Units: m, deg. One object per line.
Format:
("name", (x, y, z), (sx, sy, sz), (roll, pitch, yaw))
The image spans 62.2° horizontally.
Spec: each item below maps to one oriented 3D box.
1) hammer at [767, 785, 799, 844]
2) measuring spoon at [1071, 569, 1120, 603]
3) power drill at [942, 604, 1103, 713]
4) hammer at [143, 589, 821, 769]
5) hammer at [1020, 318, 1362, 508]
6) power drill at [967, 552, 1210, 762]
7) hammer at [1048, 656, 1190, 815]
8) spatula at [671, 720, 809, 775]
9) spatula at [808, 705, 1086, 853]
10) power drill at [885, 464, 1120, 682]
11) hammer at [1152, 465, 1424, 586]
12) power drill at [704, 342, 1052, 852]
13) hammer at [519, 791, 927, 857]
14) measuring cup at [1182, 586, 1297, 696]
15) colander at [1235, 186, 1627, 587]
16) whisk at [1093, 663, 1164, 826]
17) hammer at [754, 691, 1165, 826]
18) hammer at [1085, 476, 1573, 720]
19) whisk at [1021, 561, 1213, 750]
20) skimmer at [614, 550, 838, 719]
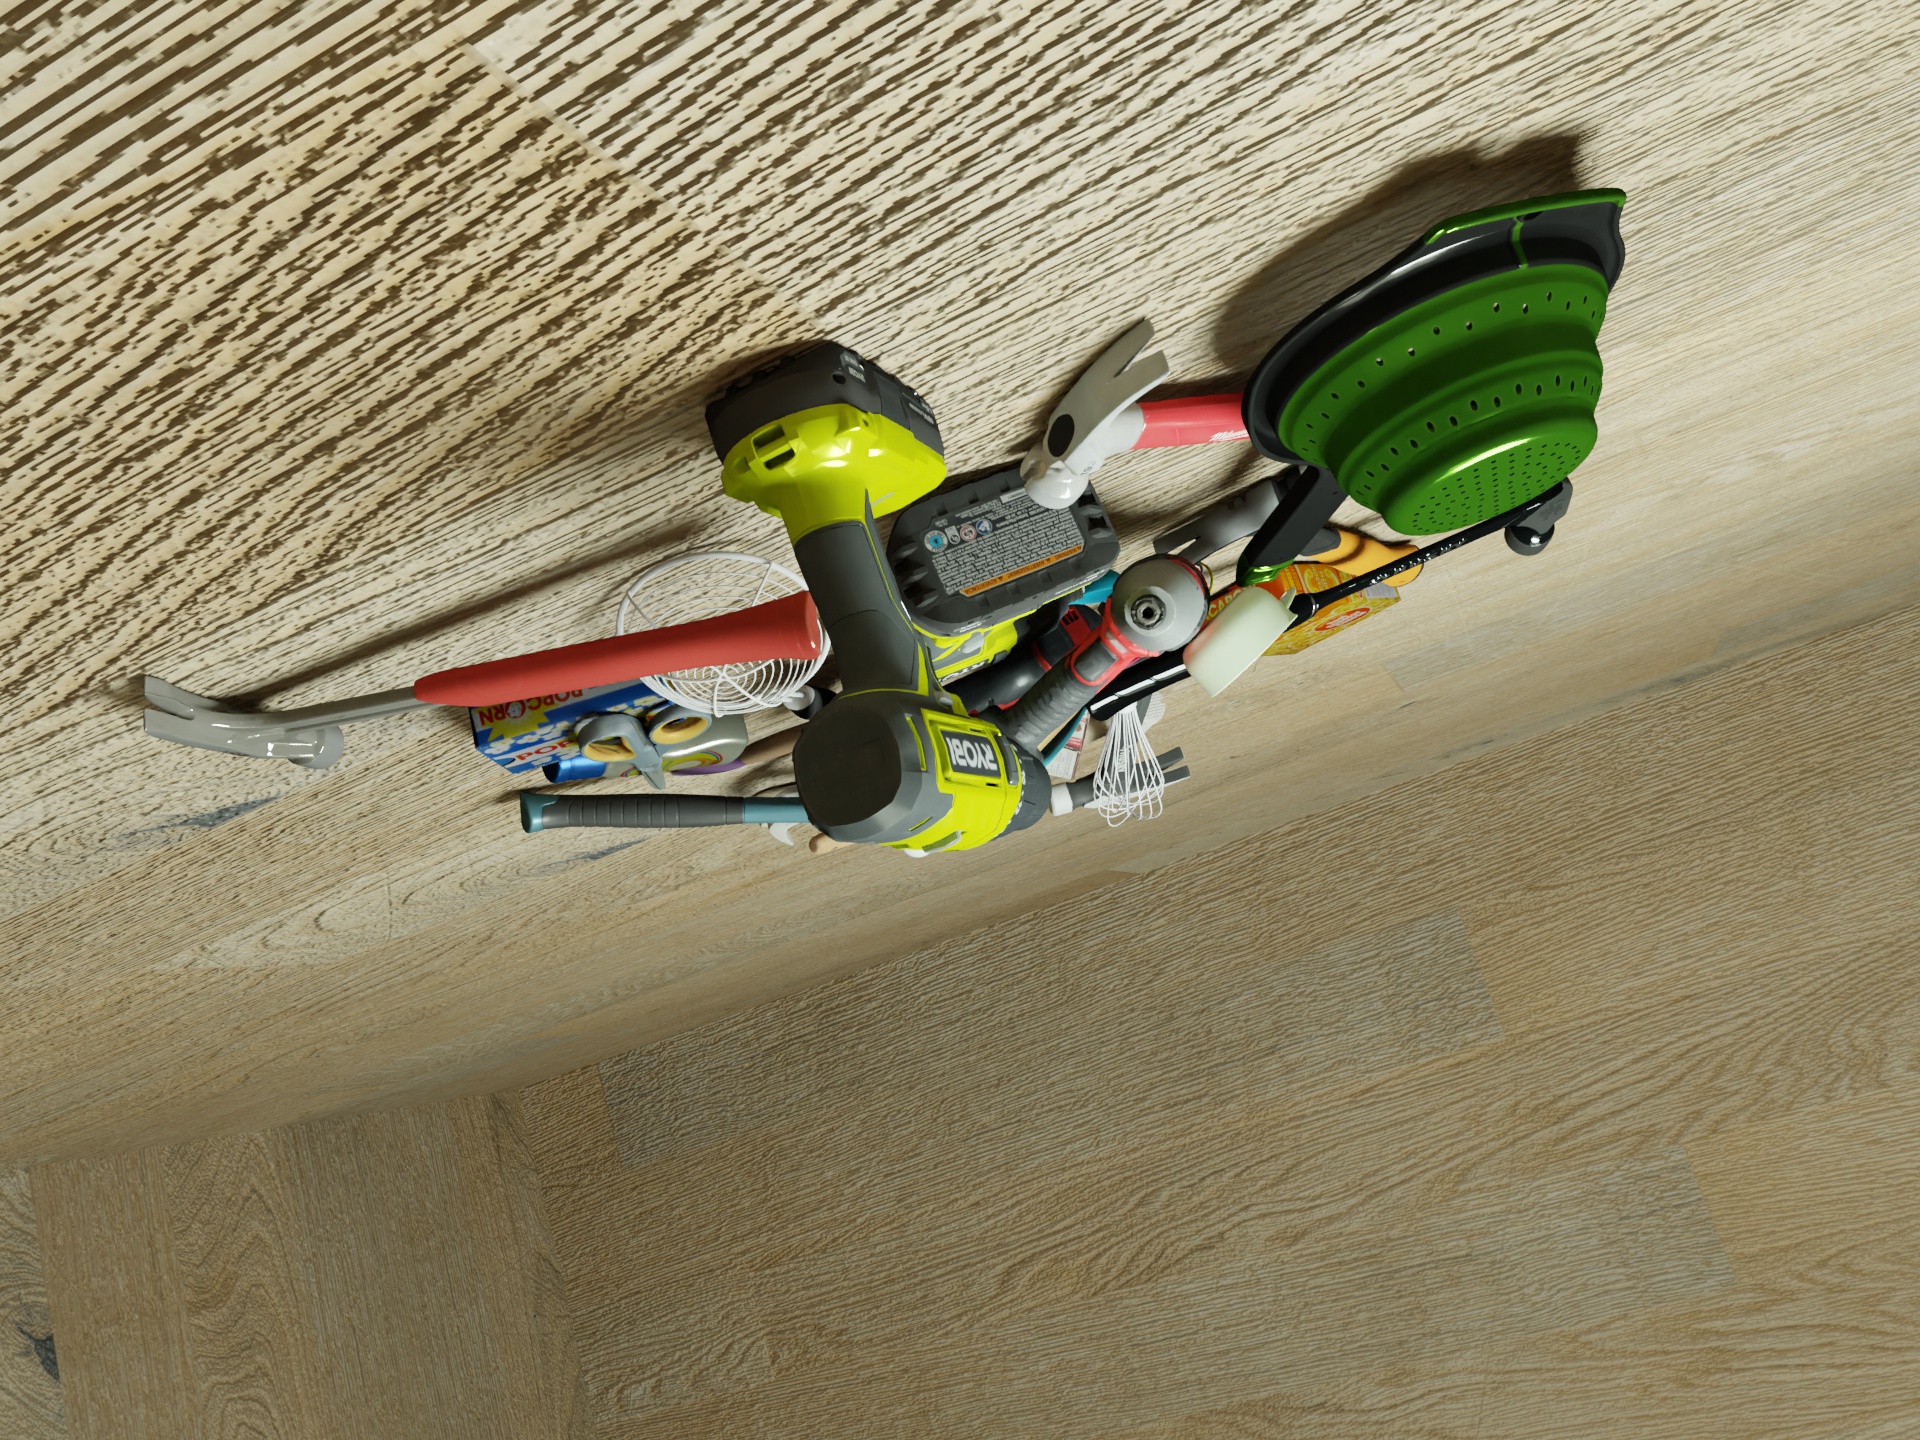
("hammer", (-0.045, 0.075, 1.515), (0.331, 0.031, 0.130), (-1, 158, -44))
("measuring spoon", (0.059, -0.094, 1.160), (0.128, 0.021, 0.042), (-8, 171, 1))
("power drill", (-0.002, -0.004, 1.246), (0.226, 0.080, 0.188), (-27, 172, -24))
("hammer", (-0.252, -0.025, 0.876), (0.359, 0.037, 0.149), (-10, 168, 11))
("hammer", (0.230, -0.190, 0.923), (0.386, 0.038, 0.143), (-11, 164, -26))
("power drill", (0.070, -0.022, 1.041), (0.219, 0.078, 0.143), (-43, 178, 14))
("hammer", (0.163, 0.002, 1.500), (0.146, 0.035, 0.334), (-14, 156, -7))
("spatula", (-0.159, 0.024, 1.238), (0.059, 0.018, 0.316), (-6, 175, -29))
("spatula", (0.000, 0.040, 1.169), (0.317, 0.044, 0.082), (-19, 164, -47))
("power drill", (0.017, -0.083, 1.013), (0.171, 0.080, 0.223), (-22, 172, -12))
("hammer", (0.277, -0.131, 1.228), (0.127, 0.034, 0.336), (-26, 164, 31))
("power drill", (-0.029, -0.046, 0.760), (0.080, 0.229, 0.190), (-23, 166, 22))
("hammer", (-0.188, 0.073, 1.281), (0.331, 0.033, 0.128), (0, -161, -6))
("measuring cup", (0.196, -0.072, 1.080), (0.083, 0.038, 0.167), (-46, 180, 33))
("colander", (0.242, -0.131, 0.890), (0.204, 0.095, 0.397), (-14, 164, -14))
("whisk", (0.143, 0.000, 1.381), (0.070, 0.070, 0.284), (-16, 142, -4))
("hammer", (-0.004, 0.045, 1.590), (0.410, 0.038, 0.146), (-14, 168, -14))
("hammer", (0.280, -0.094, 1.215), (0.409, 0.036, 0.149), (-24, 162, -1))
("whisk", (0.100, -0.034, 1.162), (0.245, 0.047, 0.051), (-46, 167, -14))
("skimmer", (-0.127, -0.047, 1.077), (0.127, 0.090, 0.363), (-12, 177, 5))
